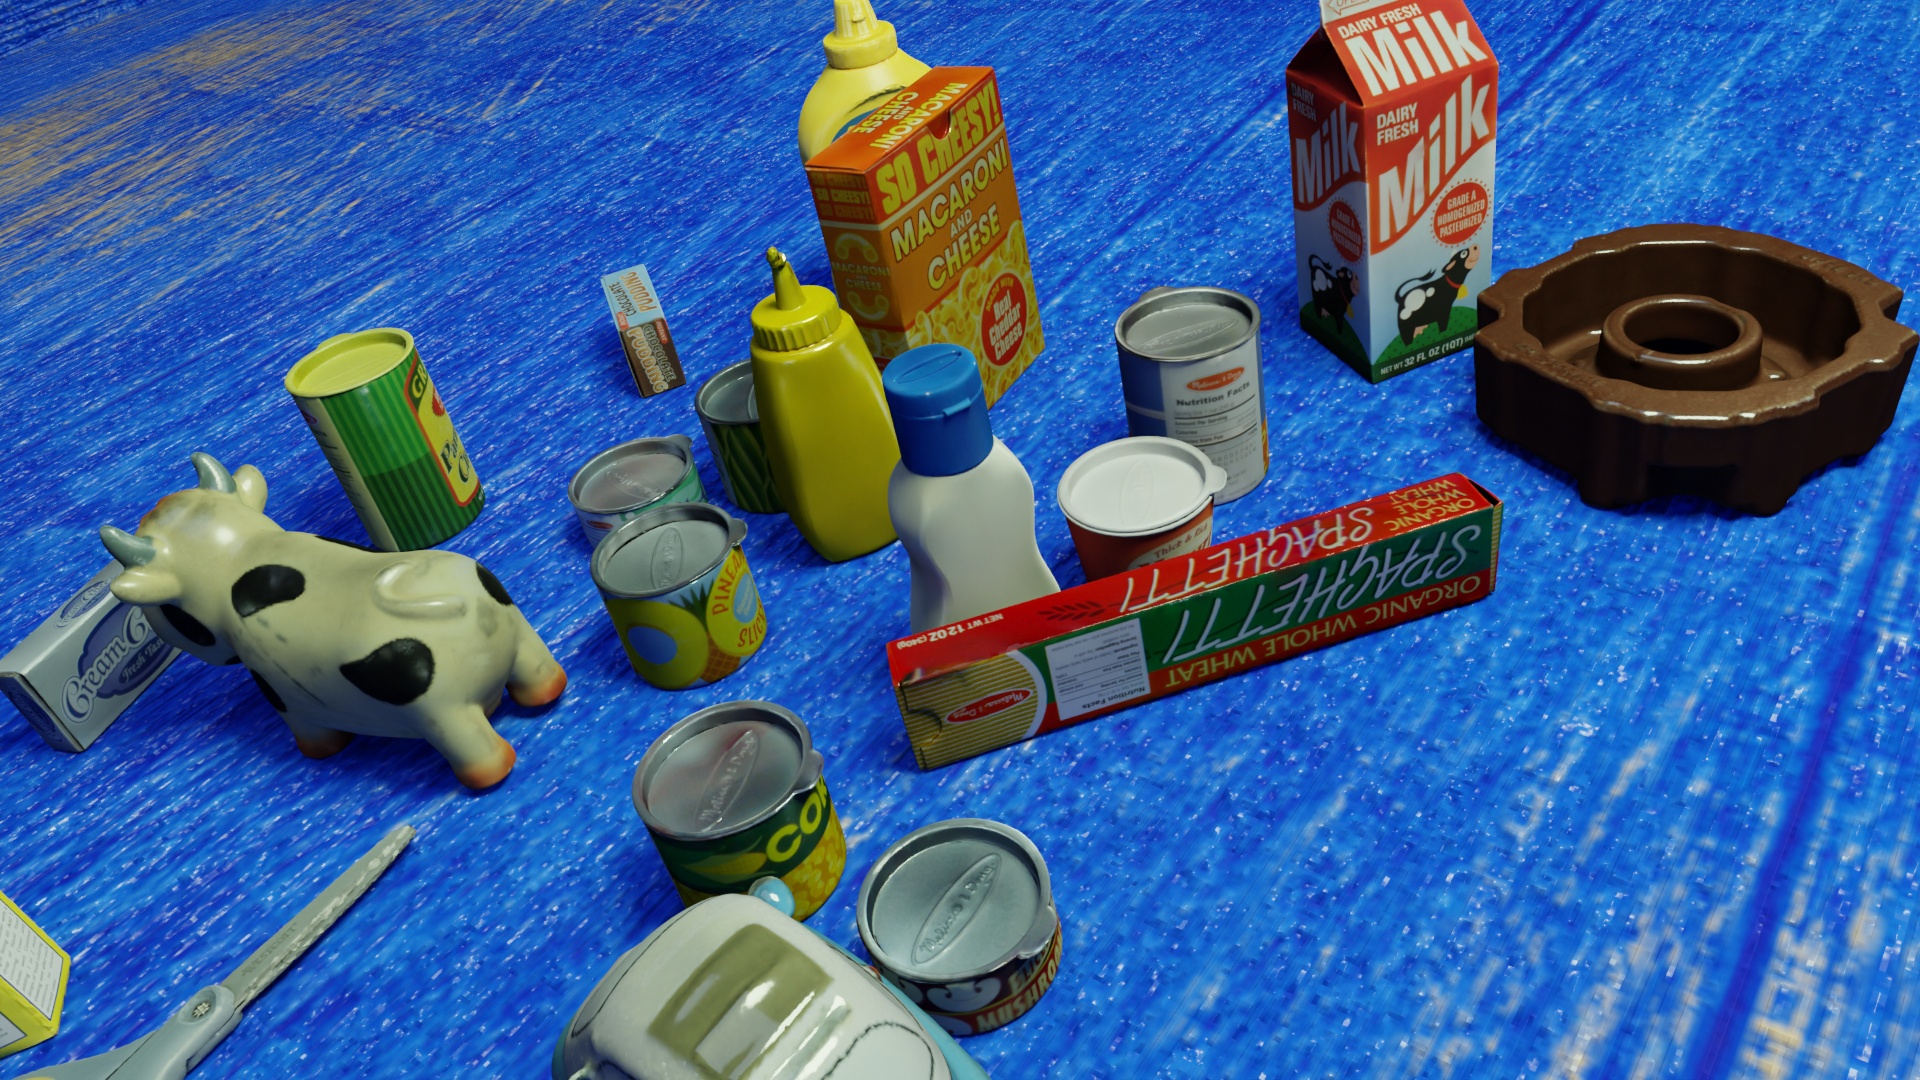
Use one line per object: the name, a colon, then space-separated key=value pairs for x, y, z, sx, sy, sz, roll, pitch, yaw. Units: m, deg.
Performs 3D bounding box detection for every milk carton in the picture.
milk carton: x=0.212 y=-0.183 z=0.685 sx=0.072 sy=0.189 sz=0.074 roll=-20 pitch=37 yaw=-9

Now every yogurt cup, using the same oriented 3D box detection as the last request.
yogurt cup: x=0.079 y=-0.005 z=0.607 sx=0.072 sy=0.053 sz=0.073 roll=-8 pitch=37 yaw=6

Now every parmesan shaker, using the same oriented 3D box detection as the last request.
parmesan shaker: x=-0.306 y=-0.054 z=0.745 sx=0.071 sy=0.102 sz=0.072 roll=-8 pitch=37 yaw=6

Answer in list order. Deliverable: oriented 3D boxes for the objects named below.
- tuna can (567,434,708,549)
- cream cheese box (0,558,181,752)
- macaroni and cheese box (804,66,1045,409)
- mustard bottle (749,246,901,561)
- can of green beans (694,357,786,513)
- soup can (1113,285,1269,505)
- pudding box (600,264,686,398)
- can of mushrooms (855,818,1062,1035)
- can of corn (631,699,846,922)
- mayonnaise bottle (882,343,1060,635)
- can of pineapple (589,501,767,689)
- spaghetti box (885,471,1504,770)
tuna can: x=-0.164 y=-0.024 z=0.721 sx=0.071 sy=0.032 sz=0.071 roll=-8 pitch=37 yaw=6
cream cheese box: x=-0.418 y=0.049 z=0.686 sx=0.024 sy=0.053 sz=0.104 roll=2 pitch=39 yaw=19
macaroni and cheese box: x=-0.011 y=-0.142 z=0.719 sx=0.040 sy=0.165 sz=0.124 roll=12 pitch=43 yaw=30
mustard bottle: x=-0.064 y=-0.066 z=0.641 sx=0.065 sy=0.159 sz=0.049 roll=-24 pitch=38 yaw=-14
can of green beans: x=-0.098 y=-0.056 z=0.723 sx=0.071 sy=0.057 sz=0.071 roll=-8 pitch=37 yaw=6
soup can: x=0.110 y=-0.069 z=0.656 sx=0.071 sy=0.083 sz=0.072 roll=-8 pitch=37 yaw=6
pudding box: x=-0.196 y=-0.130 z=0.856 sx=0.030 sy=0.049 sz=0.084 roll=-20 pitch=37 yaw=-9
can of mushrooms: x=0.002 y=0.131 z=0.470 sx=0.071 sy=0.033 sz=0.071 roll=-8 pitch=37 yaw=6
can of corn: x=-0.077 y=0.103 z=0.510 sx=0.071 sy=0.058 sz=0.071 roll=-8 pitch=37 yaw=6
mayonnaise bottle: x=0.002 y=-0.007 z=0.554 sx=0.065 sy=0.147 sz=0.041 roll=-27 pitch=39 yaw=-17
can of pineapple: x=-0.124 y=0.025 z=0.626 sx=0.071 sy=0.057 sz=0.071 roll=-8 pitch=37 yaw=6
spaghetti box: x=0.096 y=0.031 z=0.557 sx=0.250 sy=0.050 sz=0.029 roll=-17 pitch=37 yaw=-5
